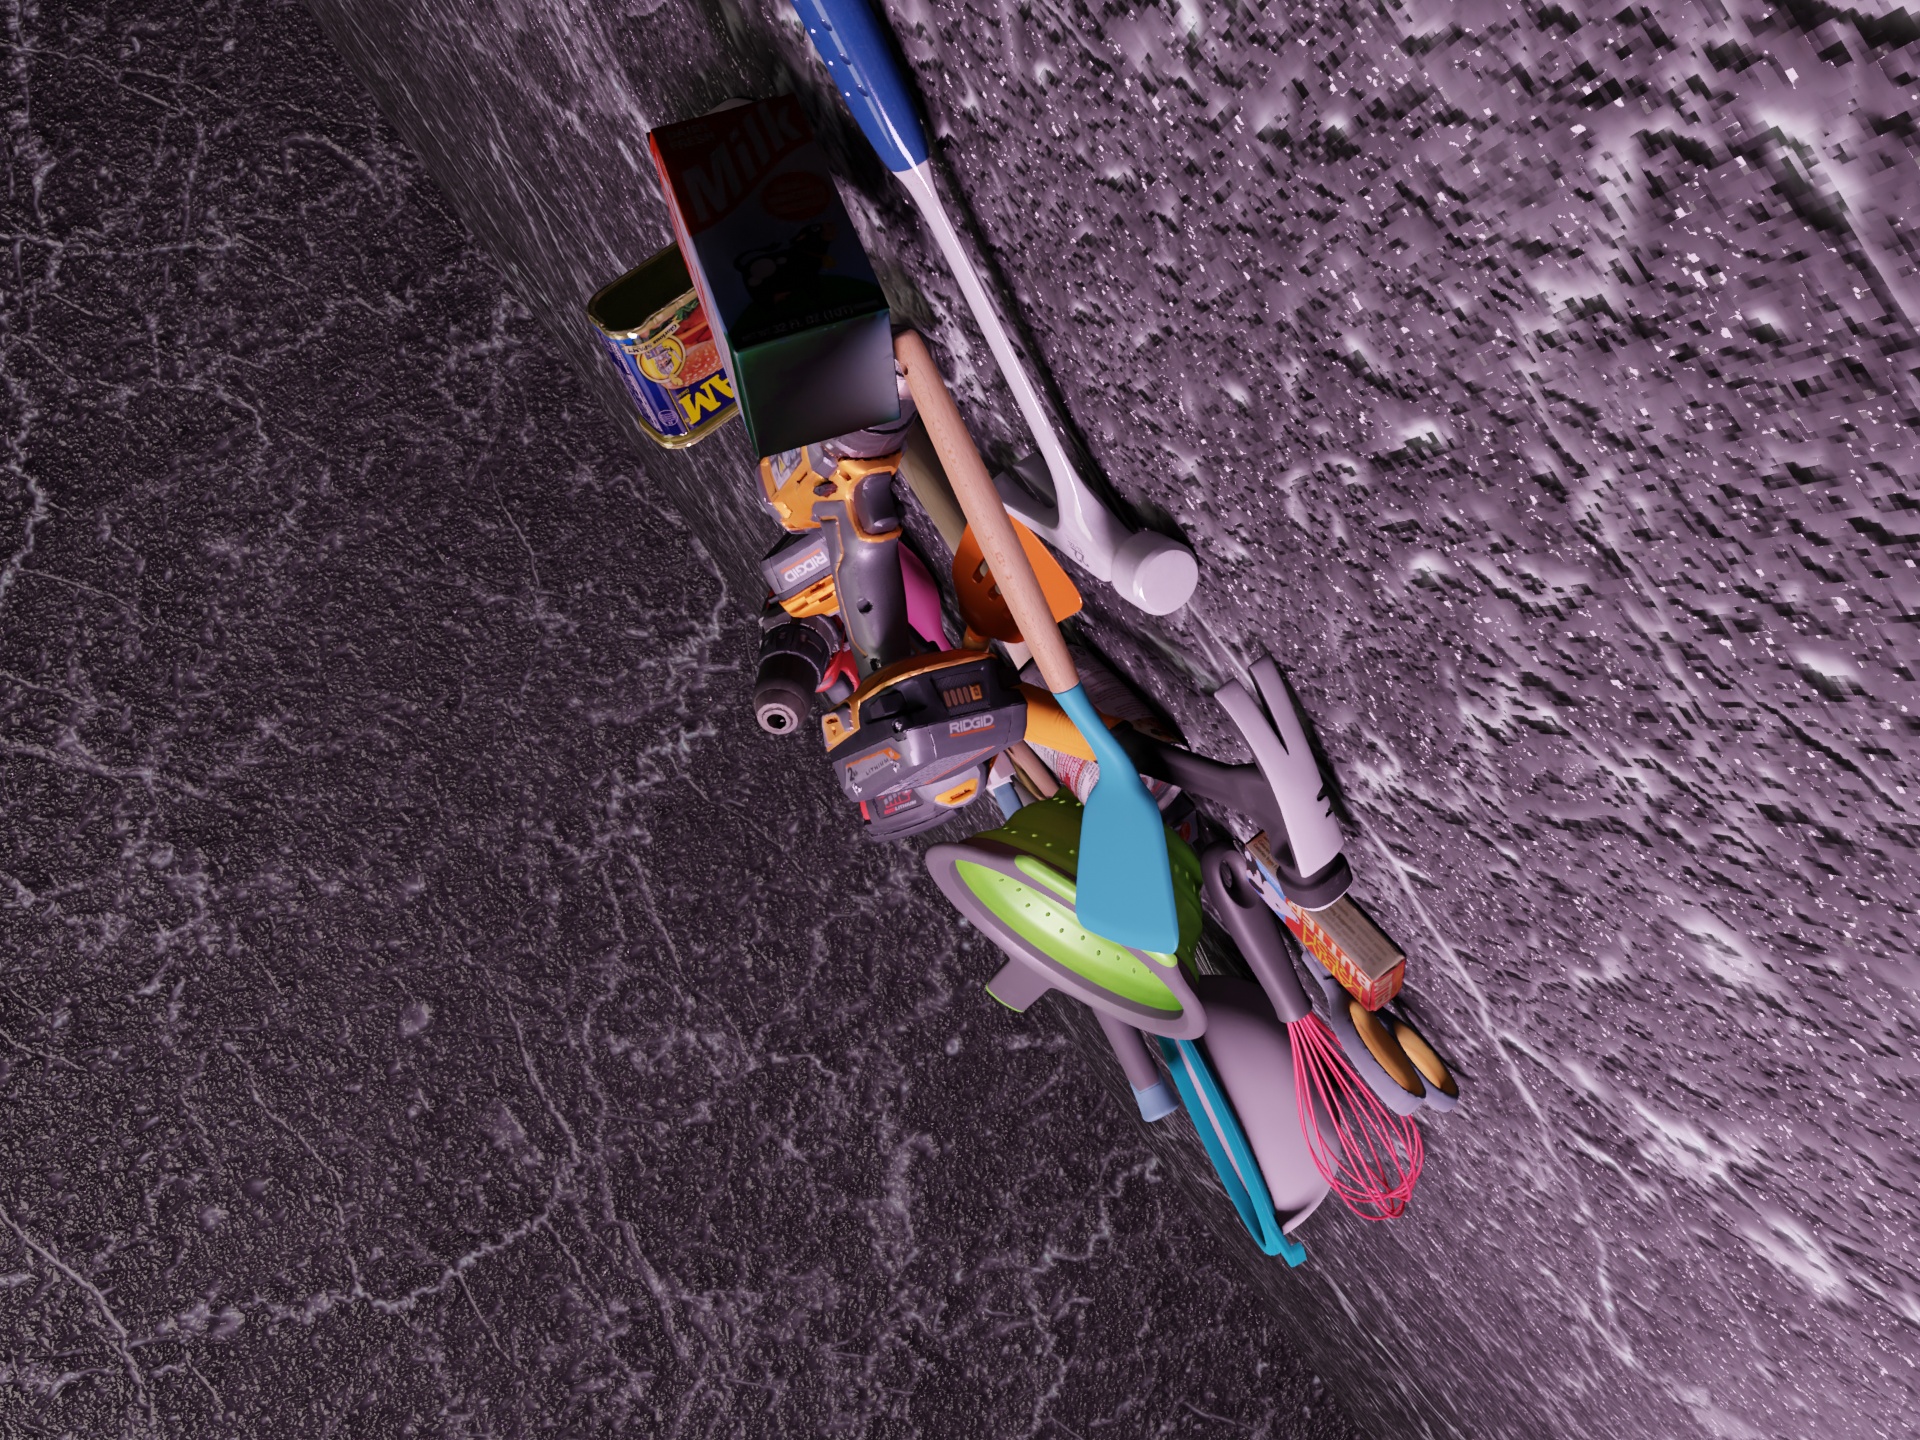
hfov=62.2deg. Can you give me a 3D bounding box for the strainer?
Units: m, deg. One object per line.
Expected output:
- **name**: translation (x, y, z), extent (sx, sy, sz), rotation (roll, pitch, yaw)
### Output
- **strainer**: translation (0.190, 0.206, 1.147), extent (0.211, 0.095, 0.340), rotation (94, 153, -85)

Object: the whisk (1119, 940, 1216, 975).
- **whisk**: translation (0.202, 0.225, 1.258), extent (0.284, 0.070, 0.070), rotation (49, 173, -10)

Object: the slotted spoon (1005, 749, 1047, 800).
- **slotted spoon**: translation (0.077, 0.073, 1.403), extent (0.313, 0.031, 0.070), rotation (58, 171, -23)

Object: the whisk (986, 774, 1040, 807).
- **whisk**: translation (0.019, 0.041, 1.370), extent (0.246, 0.059, 0.058), rotation (43, -161, 10)

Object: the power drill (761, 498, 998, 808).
- **power drill**: translation (-0.039, -0.063, 1.183), extent (0.226, 0.084, 0.164), rotation (55, -154, -16)

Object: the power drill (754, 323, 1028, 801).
- **power drill**: translation (-0.037, -0.085, 0.852), extent (0.185, 0.084, 0.226), rotation (-32, 73, 62)

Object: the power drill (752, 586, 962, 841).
- **power drill**: translation (-0.083, -0.006, 1.237), extent (0.226, 0.080, 0.188), rotation (55, -154, -33)

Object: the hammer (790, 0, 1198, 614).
- **hammer**: translation (-0.019, -0.219, 0.650), extent (0.144, 0.035, 0.405), rotation (42, 166, 54)

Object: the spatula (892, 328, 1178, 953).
- **spatula**: translation (0.033, -0.033, 0.755), extent (0.082, 0.044, 0.317), rotation (7, 128, 59)

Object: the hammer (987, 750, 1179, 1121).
- **hammer**: translation (0.083, 0.153, 1.235), extent (0.331, 0.033, 0.128), rotation (64, -177, 17)

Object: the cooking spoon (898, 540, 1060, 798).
- **cooking spoon**: translation (0.001, -0.039, 1.296), extent (0.069, 0.017, 0.318), rotation (-9, 130, 41)

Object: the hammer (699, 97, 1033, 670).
- **hammer**: translation (-0.035, -0.174, 0.946), extent (0.410, 0.038, 0.146), rotation (55, 170, -20)

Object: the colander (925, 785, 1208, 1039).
- **colander**: translation (0.077, 0.131, 1.082), extent (0.204, 0.094, 0.397), rotation (34, 162, 4)

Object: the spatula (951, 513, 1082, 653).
- **spatula**: translation (0.018, -0.055, 0.971), extent (0.081, 0.041, 0.322), rotation (50, 172, 5)

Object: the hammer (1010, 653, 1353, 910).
- **hammer**: translation (0.064, 0.001, 0.849), extent (0.337, 0.034, 0.127), rotation (19, 140, 55)

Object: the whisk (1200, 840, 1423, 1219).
- **whisk**: translation (0.220, 0.199, 1.009), extent (0.295, 0.073, 0.073), rotation (61, 170, -17)
